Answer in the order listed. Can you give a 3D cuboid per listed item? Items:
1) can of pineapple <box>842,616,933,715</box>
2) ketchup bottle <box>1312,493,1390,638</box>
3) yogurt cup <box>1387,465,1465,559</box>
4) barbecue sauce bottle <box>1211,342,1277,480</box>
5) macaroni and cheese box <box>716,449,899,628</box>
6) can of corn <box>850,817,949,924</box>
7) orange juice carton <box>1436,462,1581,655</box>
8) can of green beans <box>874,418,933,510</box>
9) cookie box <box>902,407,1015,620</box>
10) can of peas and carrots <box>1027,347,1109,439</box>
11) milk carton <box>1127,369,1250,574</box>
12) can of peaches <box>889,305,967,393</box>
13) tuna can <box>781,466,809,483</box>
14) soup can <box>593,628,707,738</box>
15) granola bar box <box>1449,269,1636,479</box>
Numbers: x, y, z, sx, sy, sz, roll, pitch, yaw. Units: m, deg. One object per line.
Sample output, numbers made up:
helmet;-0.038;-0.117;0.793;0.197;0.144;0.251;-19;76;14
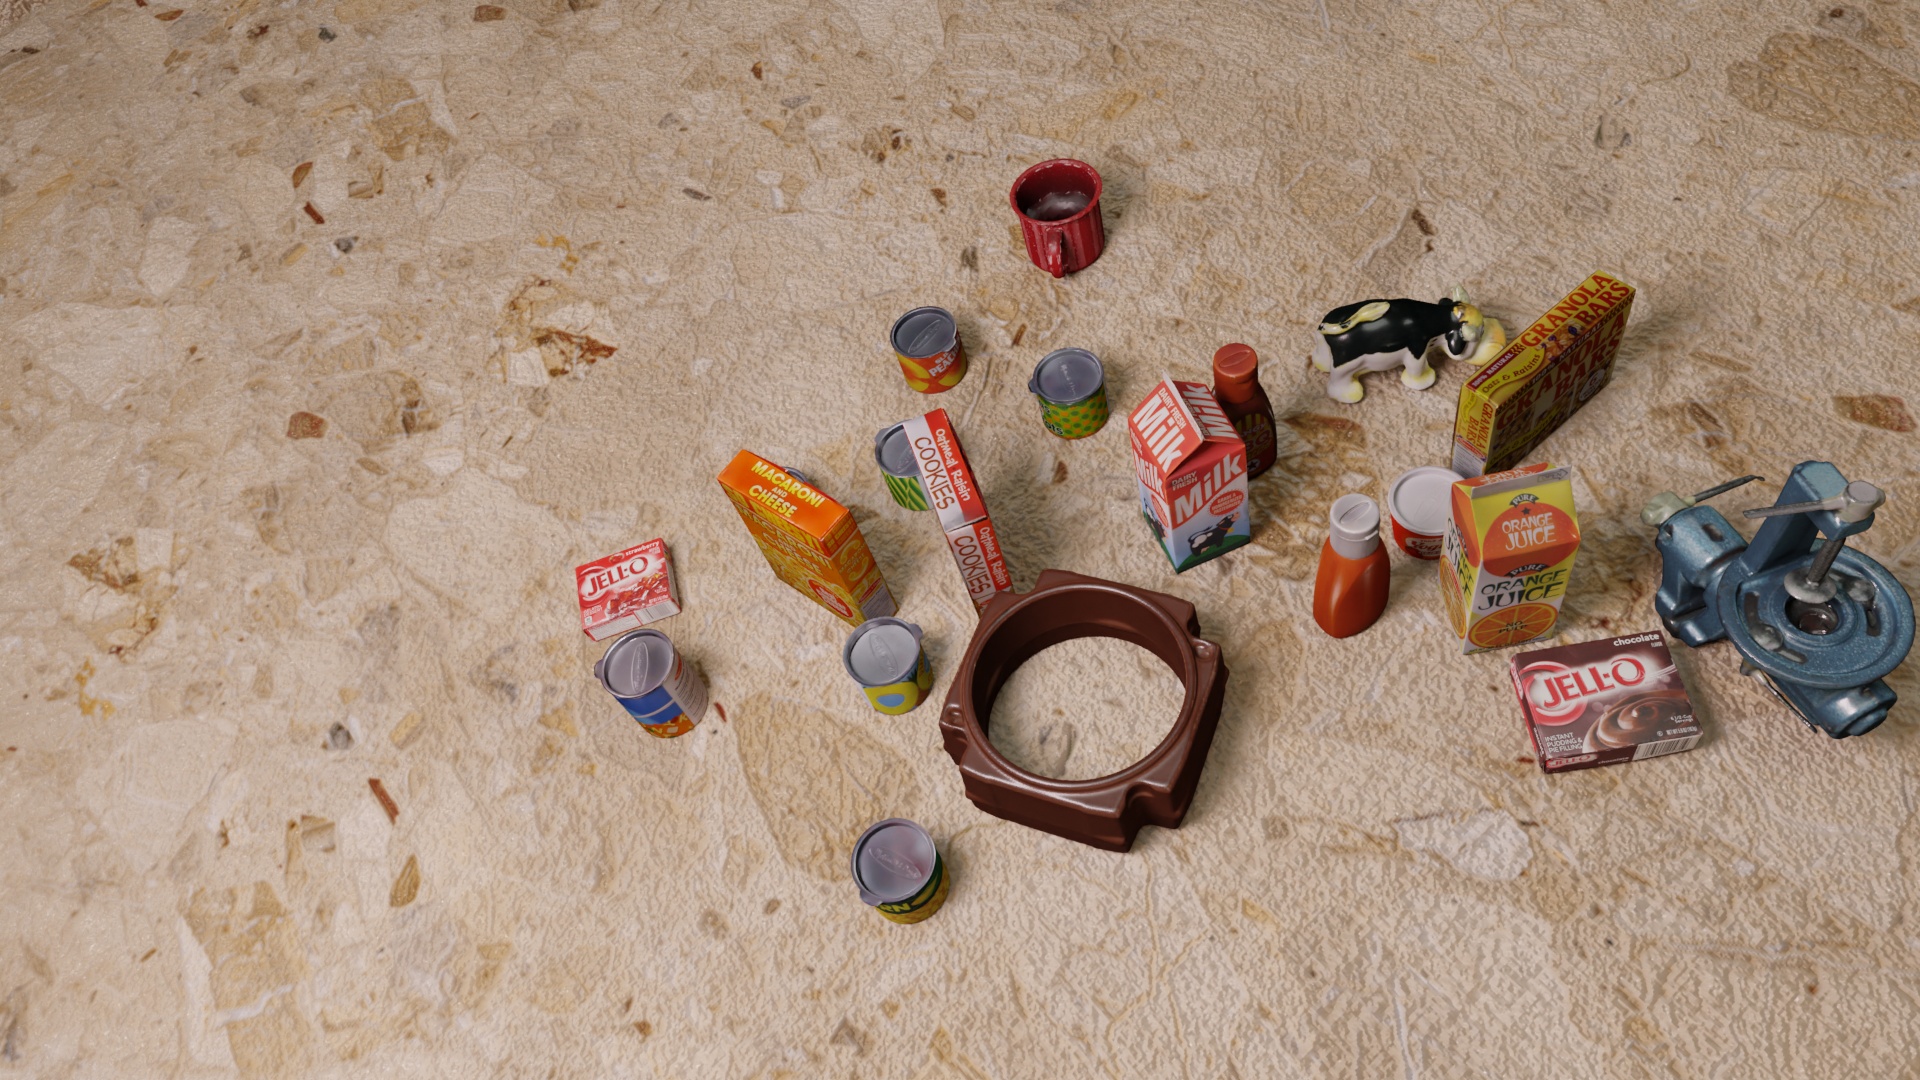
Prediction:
can of pineapple;-0.059;0.106;1.176;0.071;0.057;0.071;-6;56;10
ketchup bottle;0.309;0.019;1.090;0.065;0.148;0.044;-34;56;-9
yogurt cup;0.390;-0.020;1.155;0.072;0.053;0.073;-6;56;10
barbecue sauce bottle;0.238;-0.109;1.192;0.065;0.148;0.044;-23;55;-2
macaroni and cheese box;-0.129;0.004;1.195;0.124;0.165;0.040;29;68;28
can of corn;-0.047;0.258;1.072;0.071;0.058;0.071;-6;56;10
orange juice carton;0.411;0.006;1.047;0.072;0.191;0.073;-12;56;6
can of green beans;-0.041;-0.070;1.288;0.071;0.057;0.071;-6;56;10
cookie box;0.004;-0.015;1.174;0.040;0.166;0.123;-22;55;-1
can of peas and carrots;0.102;-0.136;1.297;0.071;0.058;0.071;-6;56;10
milk carton;0.189;-0.059;1.145;0.073;0.189;0.072;-24;55;-2
can of peaches;-0.029;-0.185;1.362;0.071;0.057;0.071;-6;56;10
tuna can;-0.171;-0.033;1.310;0.071;0.032;0.071;-6;56;10
soup can;-0.266;0.125;1.198;0.071;0.083;0.072;-6;56;10
granola bar box;0.484;-0.132;1.163;0.166;0.123;0.039;-38;57;-12
